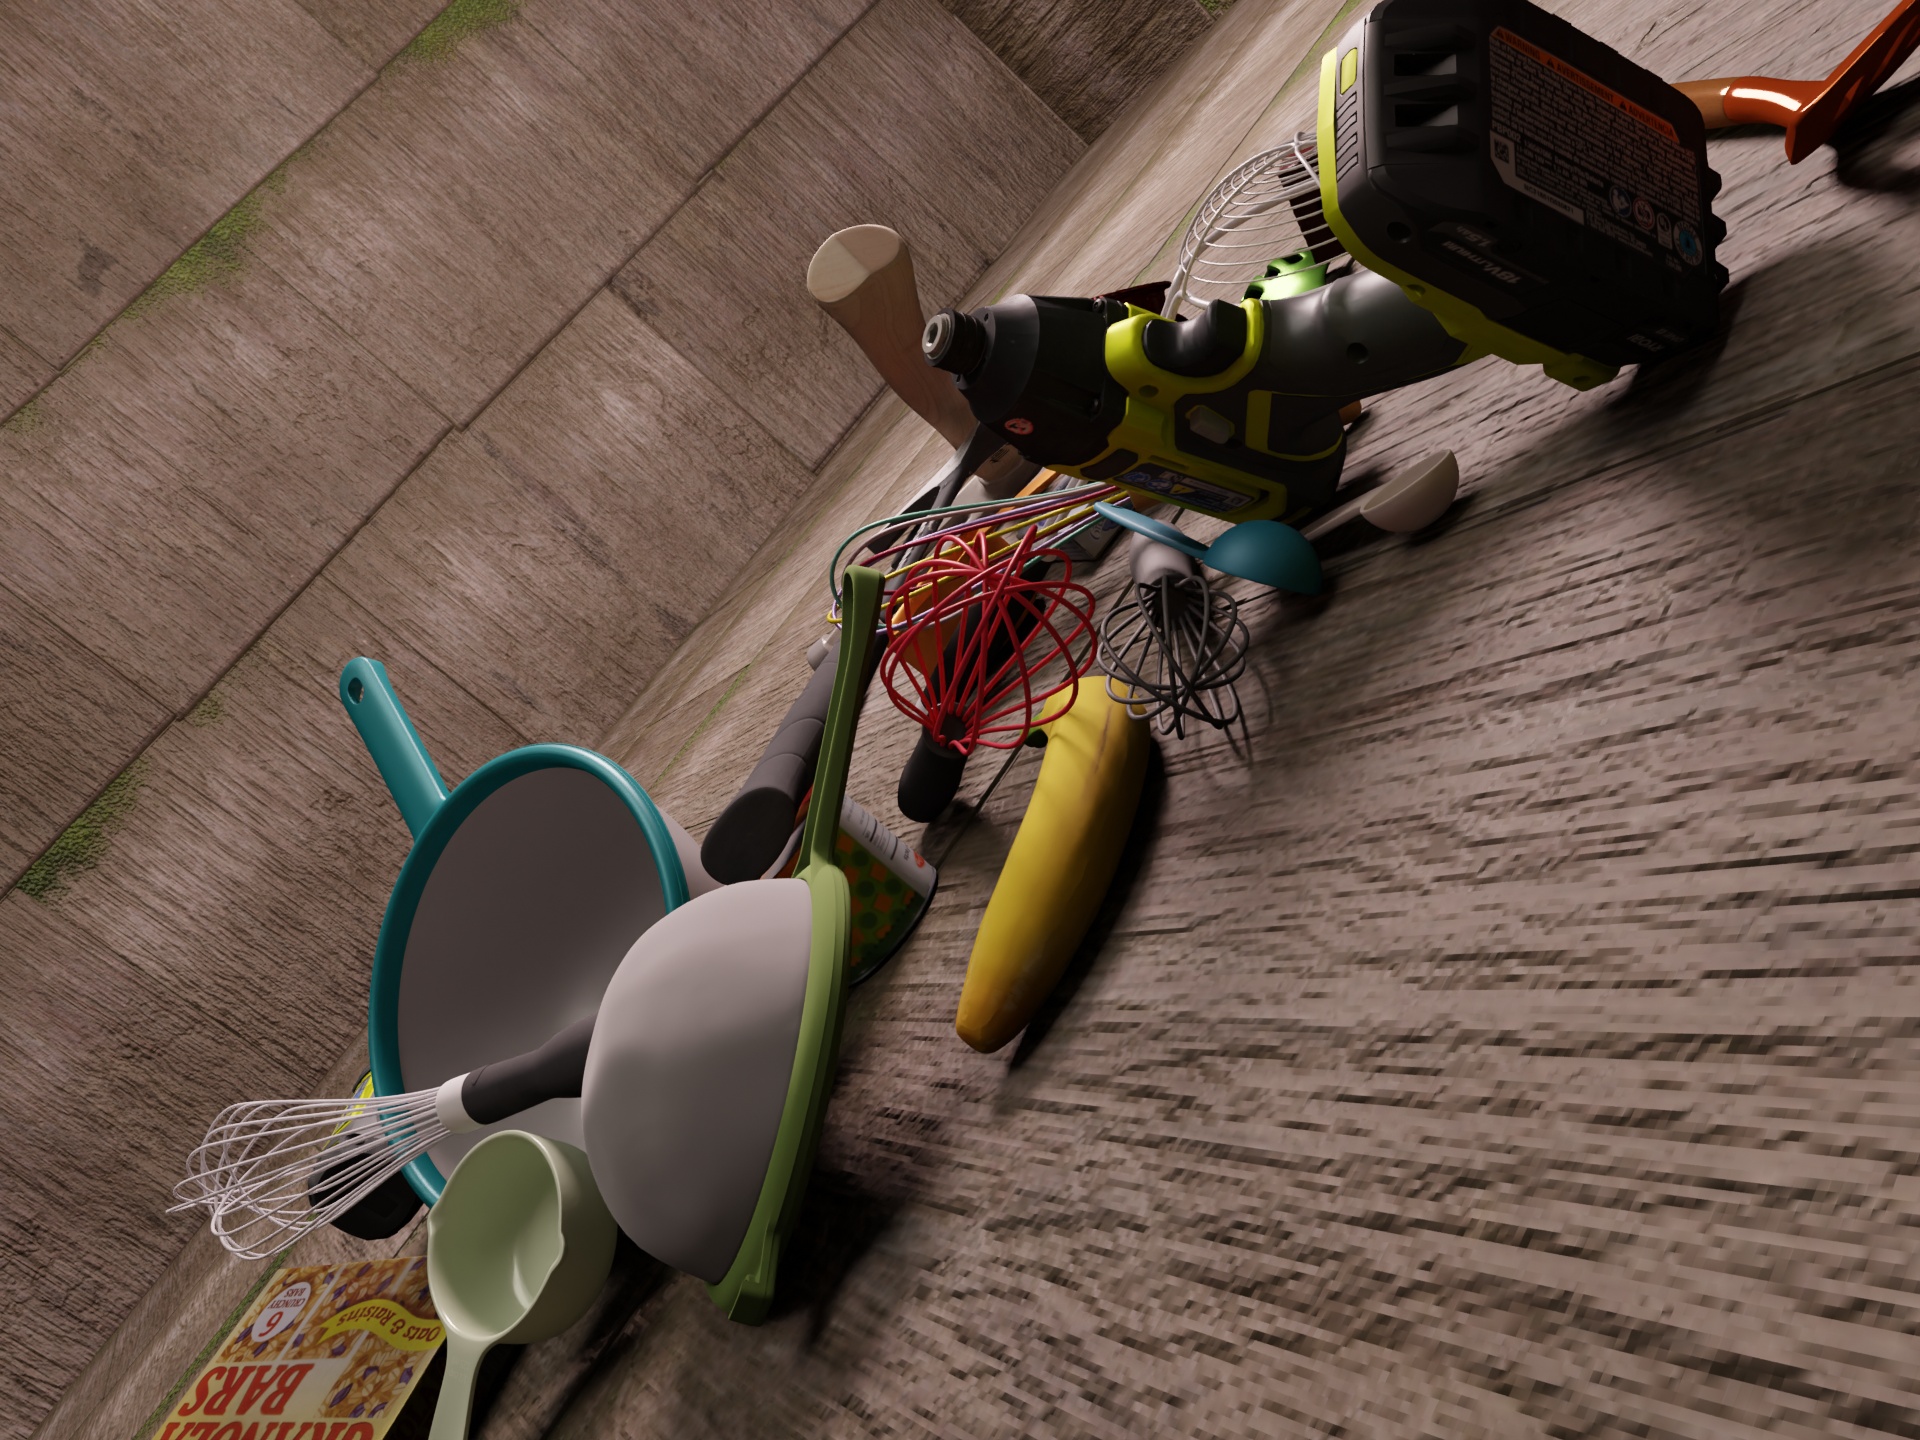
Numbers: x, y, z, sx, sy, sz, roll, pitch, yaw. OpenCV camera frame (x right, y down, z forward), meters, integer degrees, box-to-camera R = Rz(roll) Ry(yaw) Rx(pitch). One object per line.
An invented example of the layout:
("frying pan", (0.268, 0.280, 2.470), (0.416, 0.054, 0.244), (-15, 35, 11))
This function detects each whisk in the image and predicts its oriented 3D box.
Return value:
("whisk", (0.051, -0.093, 0.682), (0.245, 0.051, 0.047), (-22, -10, 12))
("whisk", (0.078, -0.047, 0.615), (0.055, 0.055, 0.239), (-45, 9, 16))
("whisk", (-0.225, 0.166, 0.654), (0.284, 0.070, 0.070), (-24, 24, 26))
("whisk", (-0.001, -0.002, 0.613), (0.073, 0.073, 0.295), (-53, -4, -17))

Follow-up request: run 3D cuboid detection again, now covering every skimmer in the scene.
("skimmer", (0.093, -0.117, 0.746), (0.363, 0.090, 0.127), (-58, 15, 33))

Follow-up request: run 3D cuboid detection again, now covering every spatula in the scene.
("spatula", (0.254, -0.220, 0.548), (0.081, 0.041, 0.323), (-47, 13, 13))

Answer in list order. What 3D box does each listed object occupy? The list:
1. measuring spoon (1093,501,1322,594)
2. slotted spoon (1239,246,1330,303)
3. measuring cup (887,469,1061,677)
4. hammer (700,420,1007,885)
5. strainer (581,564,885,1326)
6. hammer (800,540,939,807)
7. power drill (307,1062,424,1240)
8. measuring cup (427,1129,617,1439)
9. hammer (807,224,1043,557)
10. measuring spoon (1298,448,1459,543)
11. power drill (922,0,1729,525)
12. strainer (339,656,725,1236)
("measuring spoon", (0.088, -0.073, 0.589), (0.129, 0.042, 0.021), (36, 115, 56))
("slotted spoon", (0.182, -0.196, 0.745), (0.070, 0.031, 0.314), (-43, 15, 9))
("measuring cup", (0.027, -0.081, 0.848), (0.173, 0.052, 0.095), (-39, 15, 43))
("hammer", (-0.044, -0.052, 0.801), (0.149, 0.036, 0.409), (-46, 11, 34))
("strainer", (-0.079, 0.064, 0.542), (0.151, 0.069, 0.256), (153, 129, -73))
("hammer", (-0.081, -0.011, 1.048), (0.149, 0.036, 0.359), (-43, 14, 26))
("power drill", (-0.277, 0.170, 0.931), (0.228, 0.080, 0.191), (-49, 14, 8))
("measuring cup", (-0.171, 0.240, 0.594), (0.083, 0.038, 0.168), (-3, 71, 38))
("hammer", (-0.017, -0.185, 0.938), (0.146, 0.038, 0.410), (-45, -13, 6))
("measuring spoon", (0.137, -0.066, 0.560), (0.034, 0.018, 0.124), (-39, 3, -16))
("power drill", (0.106, -0.132, 0.515), (0.223, 0.171, 0.080), (-21, 62, 56))
("strainer", (-0.200, 0.083, 0.751), (0.211, 0.095, 0.341), (-54, 52, 15))
